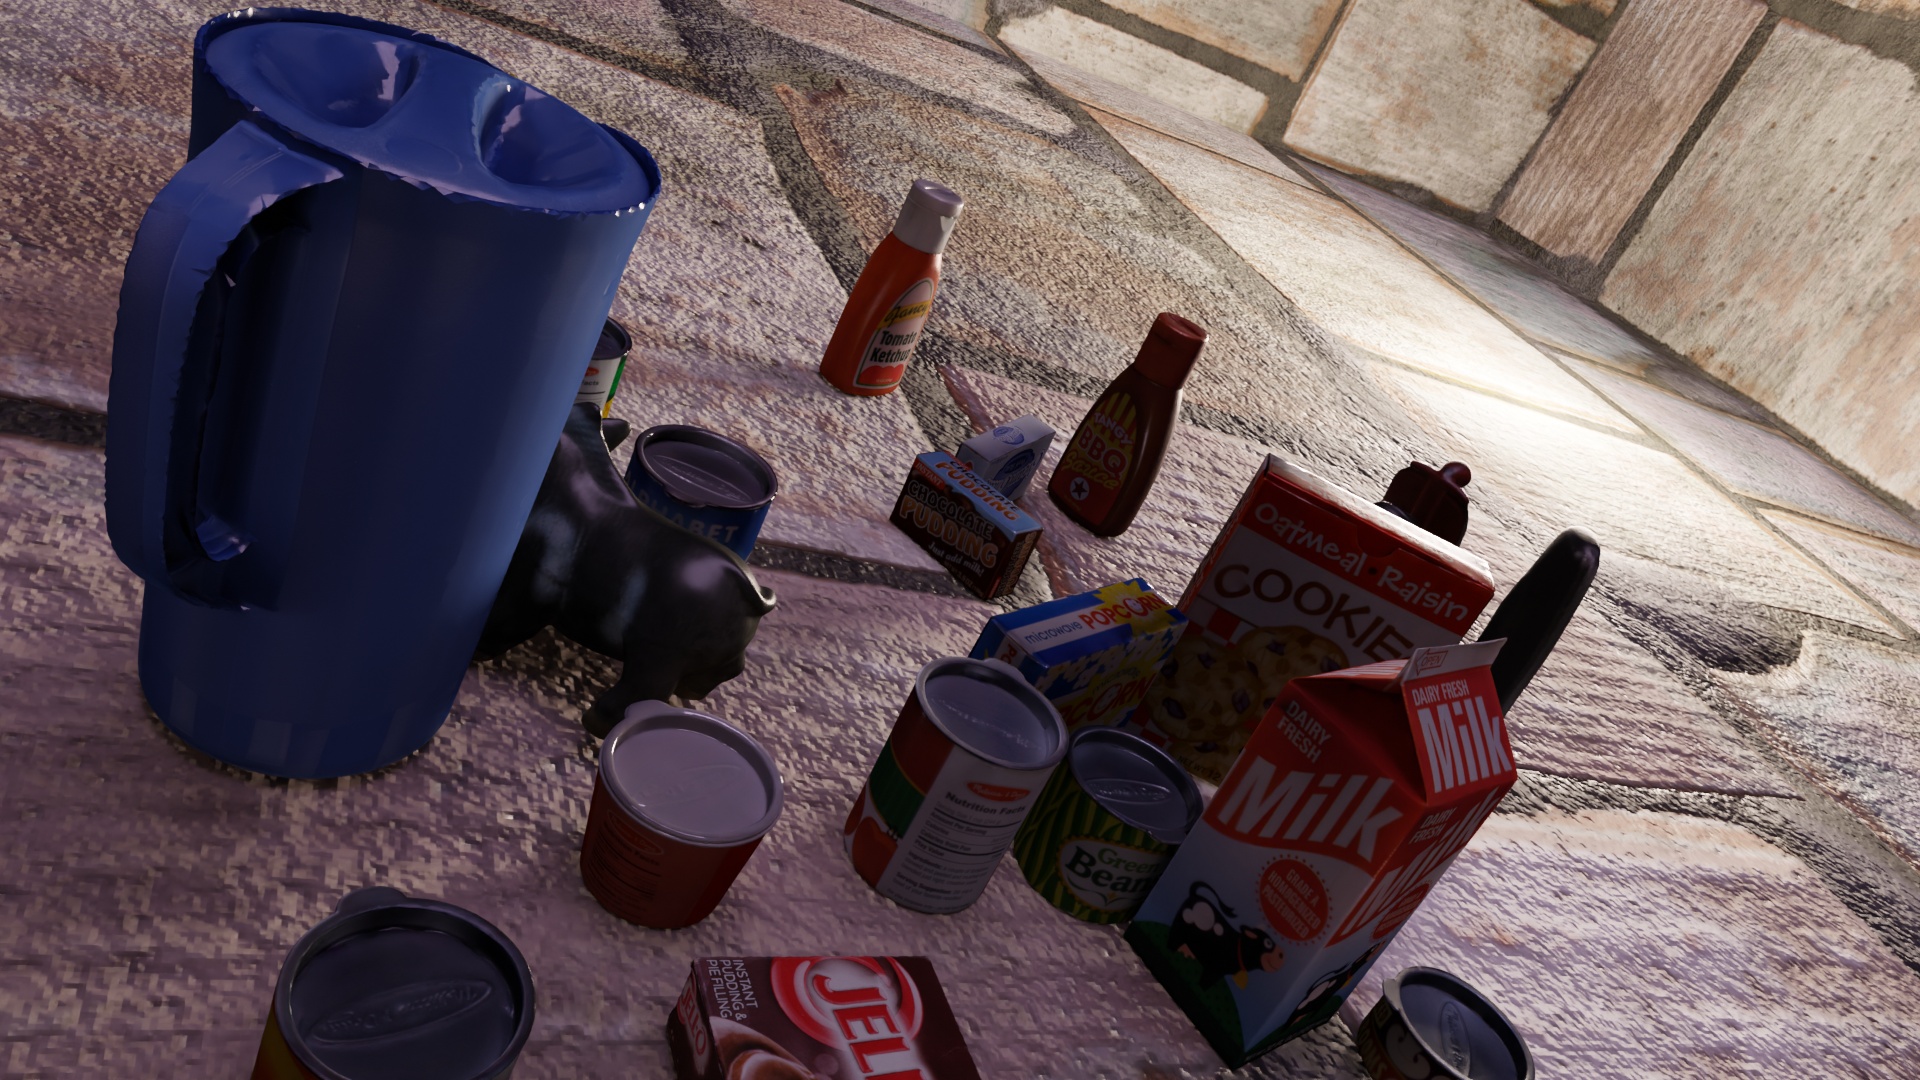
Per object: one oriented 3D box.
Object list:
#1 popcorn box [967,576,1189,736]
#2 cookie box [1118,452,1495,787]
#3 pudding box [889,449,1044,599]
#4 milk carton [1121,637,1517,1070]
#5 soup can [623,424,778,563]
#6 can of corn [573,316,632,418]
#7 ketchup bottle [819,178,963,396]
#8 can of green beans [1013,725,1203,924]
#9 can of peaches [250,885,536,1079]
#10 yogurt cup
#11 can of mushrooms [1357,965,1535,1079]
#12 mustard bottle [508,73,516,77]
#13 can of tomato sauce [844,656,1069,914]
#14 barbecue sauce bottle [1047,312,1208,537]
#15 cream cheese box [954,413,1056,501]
[{"bbox_3d":[0.046,0.069,0.664,0.038,0.084,0.127,41,30,27],"label":"popcorn box"},{"bbox_3d":[0.169,0.056,0.704,0.123,0.166,0.040,27,26,2],"label":"cookie box"},{"bbox_3d":[0.003,-0.010,0.807,0.084,0.049,0.030,40,30,26],"label":"pudding box"},{"bbox_3d":[0.150,0.114,0.556,0.072,0.189,0.073,-1,37,-43],"label":"milk carton"},{"bbox_3d":[-0.129,0.000,0.634,0.071,0.083,0.072,21,27,-11],"label":"soup can"},{"bbox_3d":[-0.218,-0.092,0.750,0.071,0.058,0.071,21,27,-11],"label":"can of corn"},{"bbox_3d":[-0.044,-0.171,0.944,0.043,0.148,0.065,41,30,27],"label":"ketchup bottle"},{"bbox_3d":[0.064,0.125,0.610,0.071,0.057,0.071,21,27,-11],"label":"can of green beans"},{"bbox_3d":[-0.159,0.141,0.383,0.071,0.057,0.071,21,27,-11],"label":"can of peaches"},{"bbox_3d":[-0.104,0.103,0.505,0.072,0.053,0.073,21,27,-11],"label":"yogurt cup"},{"bbox_3d":[0.204,0.217,0.594,0.071,0.033,0.071,21,27,-11],"label":"can of mushrooms"},{"bbox_3d":[-0.266,-0.179,0.750,0.049,0.159,0.065,15,28,-22],"label":"mustard bottle"},{"bbox_3d":[-0.003,0.099,0.569,0.071,0.082,0.071,21,27,-11],"label":"can of tomato sauce"},{"bbox_3d":[0.113,-0.078,0.916,0.044,0.147,0.065,-5,40,-47],"label":"barbecue sauce bottle"},{"bbox_3d":[0.021,-0.044,0.880,0.024,0.053,0.104,34,28,15],"label":"cream cheese box"}]
